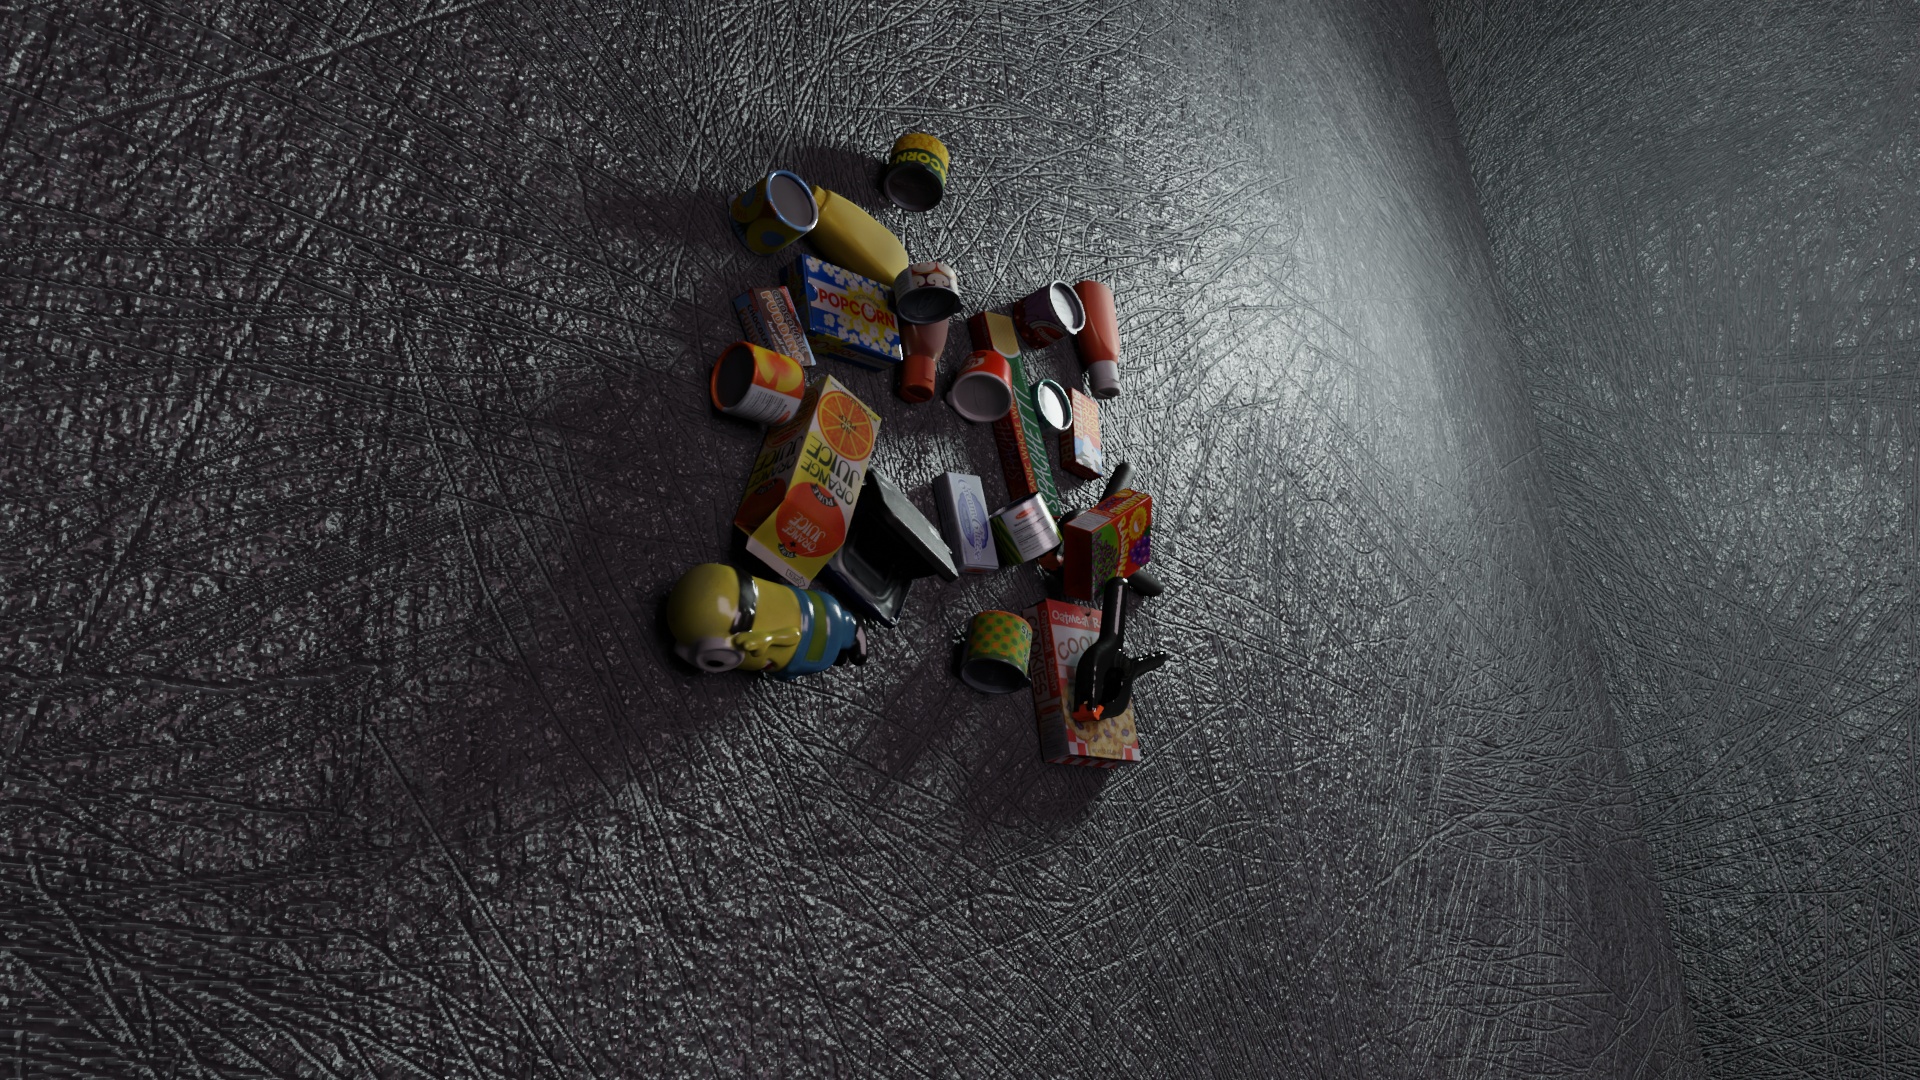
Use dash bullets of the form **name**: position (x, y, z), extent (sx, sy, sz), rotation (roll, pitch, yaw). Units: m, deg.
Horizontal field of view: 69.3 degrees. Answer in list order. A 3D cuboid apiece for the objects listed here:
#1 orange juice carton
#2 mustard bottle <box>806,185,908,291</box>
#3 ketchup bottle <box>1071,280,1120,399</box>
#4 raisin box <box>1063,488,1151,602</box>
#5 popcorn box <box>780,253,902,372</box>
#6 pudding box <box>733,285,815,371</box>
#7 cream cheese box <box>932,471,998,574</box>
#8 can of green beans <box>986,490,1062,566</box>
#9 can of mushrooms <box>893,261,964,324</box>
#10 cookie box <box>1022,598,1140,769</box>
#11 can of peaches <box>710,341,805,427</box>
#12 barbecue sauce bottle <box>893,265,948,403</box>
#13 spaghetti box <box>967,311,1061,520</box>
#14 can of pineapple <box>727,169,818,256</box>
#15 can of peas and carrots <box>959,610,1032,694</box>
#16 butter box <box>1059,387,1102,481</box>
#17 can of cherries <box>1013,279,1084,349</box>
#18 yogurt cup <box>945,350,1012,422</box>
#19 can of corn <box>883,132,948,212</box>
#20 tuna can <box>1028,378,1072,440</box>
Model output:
- **orange juice carton**: position (-0.139, -0.048, 1.239), extent (0.071, 0.073, 0.194), rotation (40, 45, -30)
- **mustard bottle**: position (-0.123, -0.318, 1.420), extent (0.160, 0.048, 0.065), rotation (37, 46, -31)
- **ketchup bottle**: position (0.173, -0.250, 1.740), extent (0.065, 0.043, 0.149), rotation (16, 60, -44)
- **raisin box**: position (0.162, 0.004, 1.522), extent (0.124, 0.040, 0.085), rotation (-29, 125, -45)
- **popcorn box**: position (-0.118, -0.225, 1.386), extent (0.127, 0.038, 0.085), rotation (12, 63, -47)
- **pudding box**: position (-0.175, -0.196, 1.309), extent (0.050, 0.030, 0.083), rotation (-15, 83, -53)
- **cream cheese box**: position (0.005, -0.018, 1.434), extent (0.053, 0.024, 0.104), rotation (6, 67, -49)
- **can of green beans**: position (0.067, -0.012, 1.471), extent (0.071, 0.071, 0.057), rotation (-34, 99, -52)
- **can of mushrooms**: position (-0.032, -0.252, 1.420), extent (0.071, 0.071, 0.033), rotation (18, 53, -44)
- **cookie box**: position (0.130, 0.153, 1.479), extent (0.123, 0.040, 0.168), rotation (15, 60, -45)
- **can of peaches**: position (-0.182, -0.141, 1.244), extent (0.058, 0.071, 0.071), rotation (14, 61, -45)
- **barbecue sauce bottle**: position (-0.043, -0.216, 1.466), extent (0.065, 0.043, 0.149), rotation (25, 54, -36)
- **spaghetti box**: position (0.060, -0.137, 1.559), extent (0.050, 0.028, 0.250), rotation (3, 69, -49)
- **can of pineapple**: position (-0.182, -0.317, 1.343), extent (0.071, 0.057, 0.071), rotation (26, 53, -40)
- **can of peas and carrots**: position (0.038, 0.111, 1.369), extent (0.071, 0.070, 0.059), rotation (38, 45, -32)
- **butter box**: position (0.142, -0.126, 1.654), extent (0.053, 0.024, 0.104), rotation (24, 54, -42)
- **can of cherries**: position (0.105, -0.267, 1.657), extent (0.071, 0.058, 0.072), rotation (27, 52, -41)
- **yogurt cup**: position (0.025, -0.170, 1.508), extent (0.072, 0.072, 0.054), rotation (43, 35, -27)
- **can of corn**: position (-0.048, -0.410, 1.540), extent (0.071, 0.071, 0.058), rotation (36, 46, -34)
- **tuna can**: position (0.096, -0.154, 1.607), extent (0.071, 0.032, 0.071), rotation (26, 53, -41)
